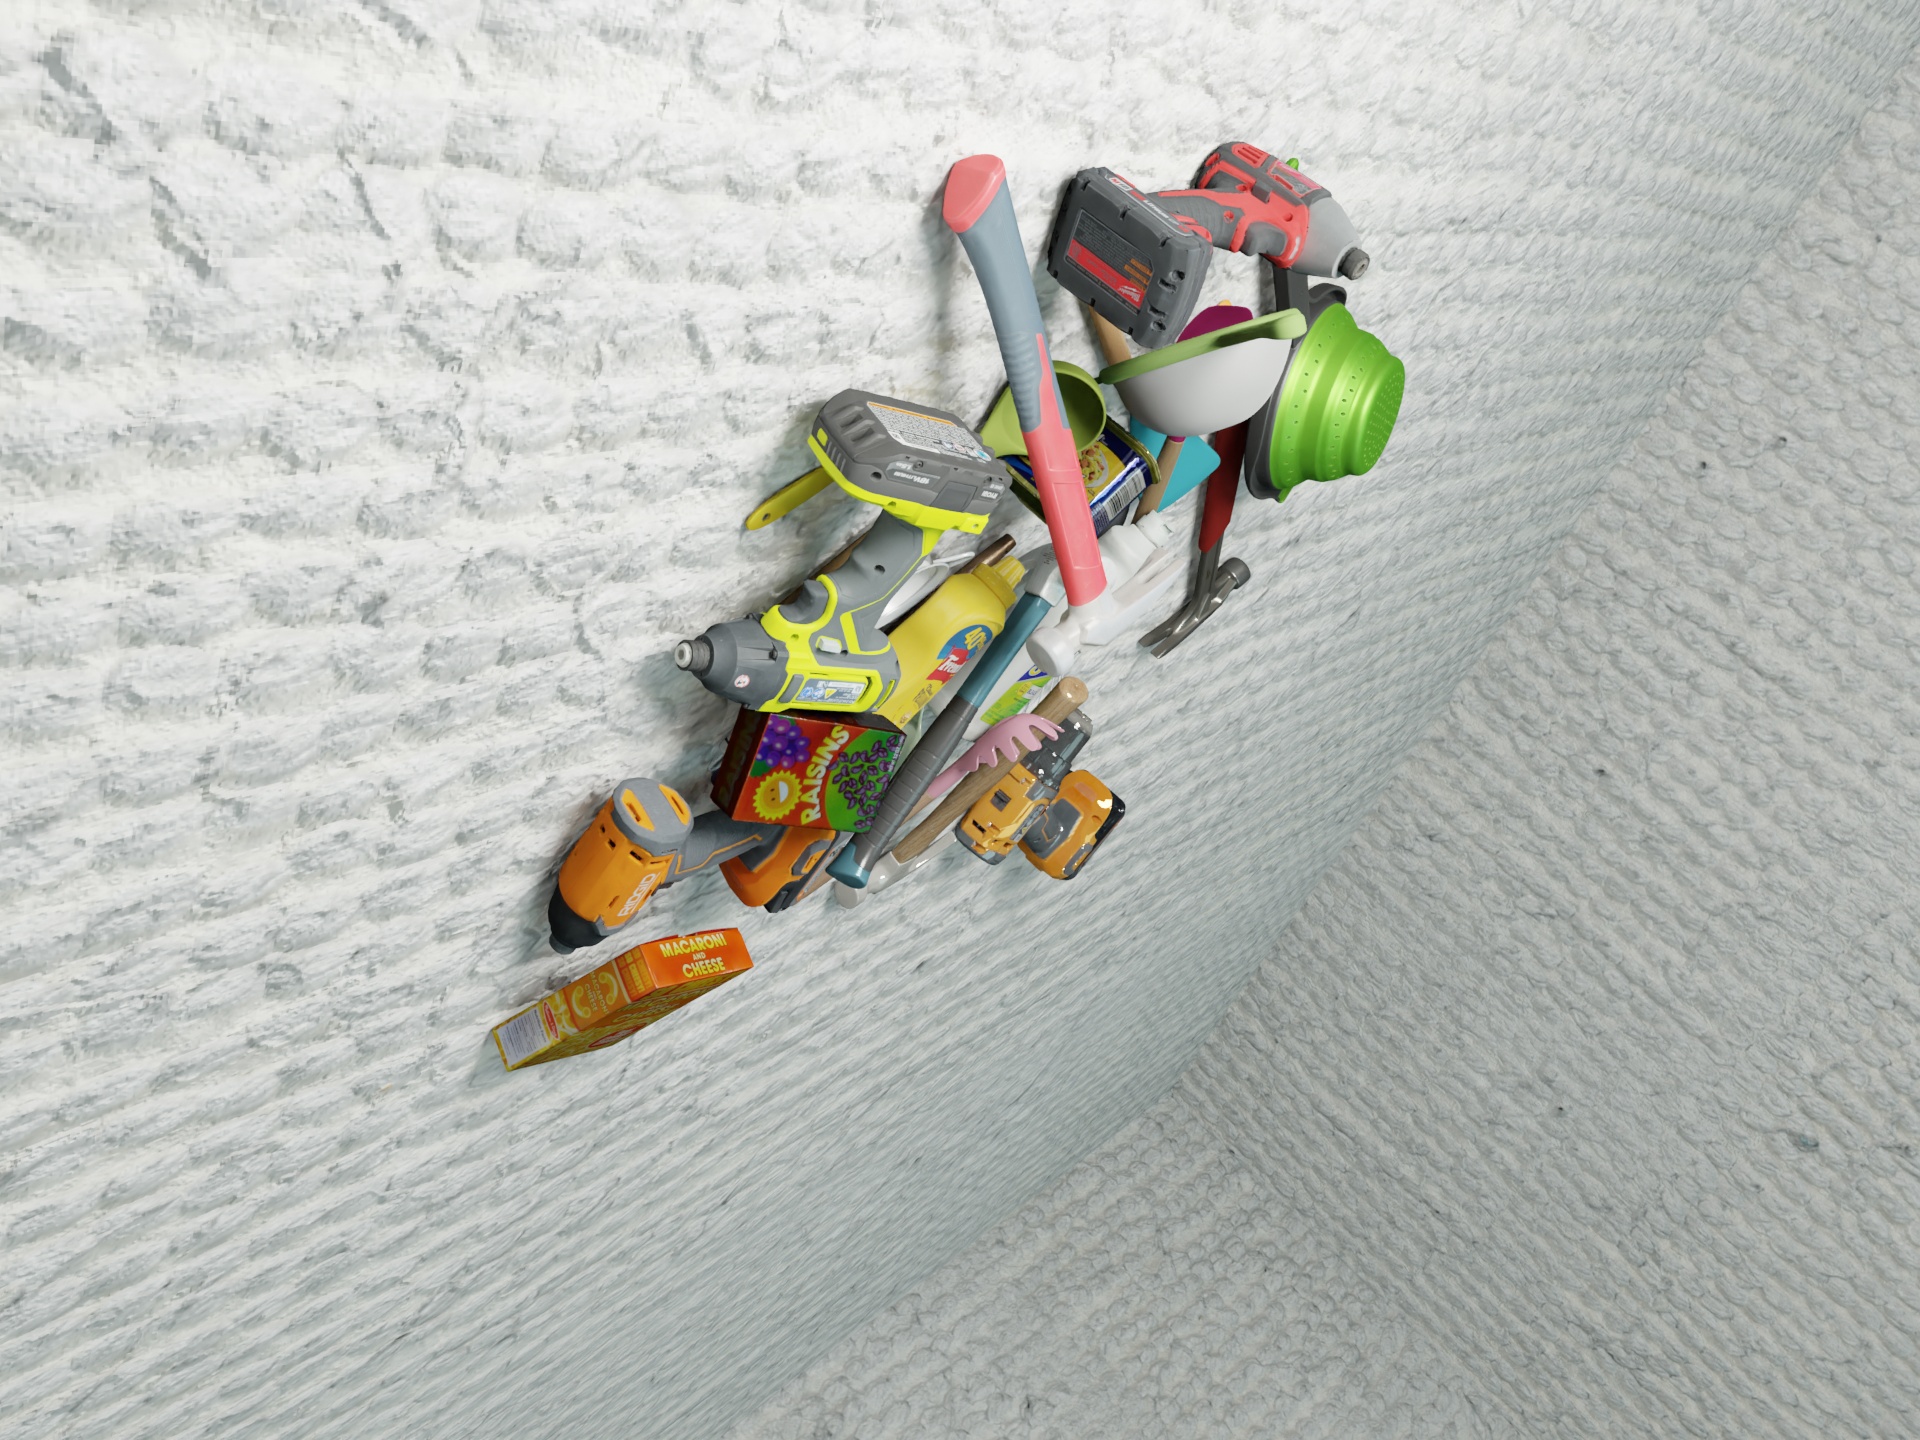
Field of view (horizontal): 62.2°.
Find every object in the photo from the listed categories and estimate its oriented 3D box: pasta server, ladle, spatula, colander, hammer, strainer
[{"bbox_3d":[-0.041,0.084,1.403,0.316,0.040,0.060,-38,173,23],"label":"pasta server"},{"bbox_3d":[-0.027,-0.149,1.143,0.320,0.062,0.078,-40,130,-10],"label":"ladle"},{"bbox_3d":[0.144,-0.263,1.277,0.082,0.044,0.317,-37,156,4],"label":"spatula"},{"bbox_3d":[0.326,-0.325,1.387,0.204,0.094,0.396,-59,155,-17],"label":"colander"},{"bbox_3d":[0.010,0.065,1.484,0.130,0.031,0.331,-25,163,-51],"label":"hammer"},{"bbox_3d":[0.191,-0.239,1.111,0.151,0.069,0.256,-18,-169,-7],"label":"strainer"},{"bbox_3d":[-0.099,-0.052,1.190,0.258,0.050,0.087,-44,170,5],"label":"strainer"},{"bbox_3d":[-0.002,-0.004,1.279,0.033,0.128,0.331,36,88,-28],"label":"hammer"},{"bbox_3d":[0.248,-0.202,1.573,0.149,0.037,0.358,-40,157,-19],"label":"hammer"},{"bbox_3d":[0.069,-0.207,1.080,0.143,0.038,0.385,-39,137,-20],"label":"hammer"},{"bbox_3d":[-0.074,-0.047,1.268,0.316,0.018,0.059,-41,158,-13],"label":"spatula"}]

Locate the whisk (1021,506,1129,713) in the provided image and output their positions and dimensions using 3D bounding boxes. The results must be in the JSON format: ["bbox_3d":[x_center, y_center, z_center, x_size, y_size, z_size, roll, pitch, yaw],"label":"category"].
[{"bbox_3d":[0.093,-0.092,1.454,0.070,0.070,0.284,-17,138,-51],"label":"whisk"}]

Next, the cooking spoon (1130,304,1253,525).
[{"bbox_3d":[0.173,-0.218,1.333,0.068,0.017,0.318,-2,142,-17],"label":"cooking spoon"}]

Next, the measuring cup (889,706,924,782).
[{"bbox_3d":[-0.053,-0.005,1.341,0.038,0.083,0.167,5,110,-19],"label":"measuring cup"}]

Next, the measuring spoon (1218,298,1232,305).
[{"bbox_3d":[0.222,-0.316,1.370,0.021,0.011,0.116,-39,156,-20],"label":"measuring spoon"}]

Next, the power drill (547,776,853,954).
[{"bbox_3d":[-0.202,0.107,1.201,0.226,0.084,0.164,-6,143,-51],"label":"power drill"}]

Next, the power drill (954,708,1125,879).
[{"bbox_3d":[0.103,0.081,1.719,0.185,0.084,0.226,-52,153,6],"label":"power drill"}]

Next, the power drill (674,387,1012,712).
[{"bbox_3d":[-0.079,-0.100,1.052,0.171,0.080,0.223,4,129,-44],"label":"power drill"}]

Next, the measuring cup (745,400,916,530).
[{"bbox_3d":[-0.075,-0.161,1.066,0.156,0.029,0.062,-36,154,-26],"label":"measuring cup"}]

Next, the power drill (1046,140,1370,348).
[{"bbox_3d":[0.179,-0.334,1.100,0.219,0.143,0.078,-26,149,-37],"label":"power drill"}]
